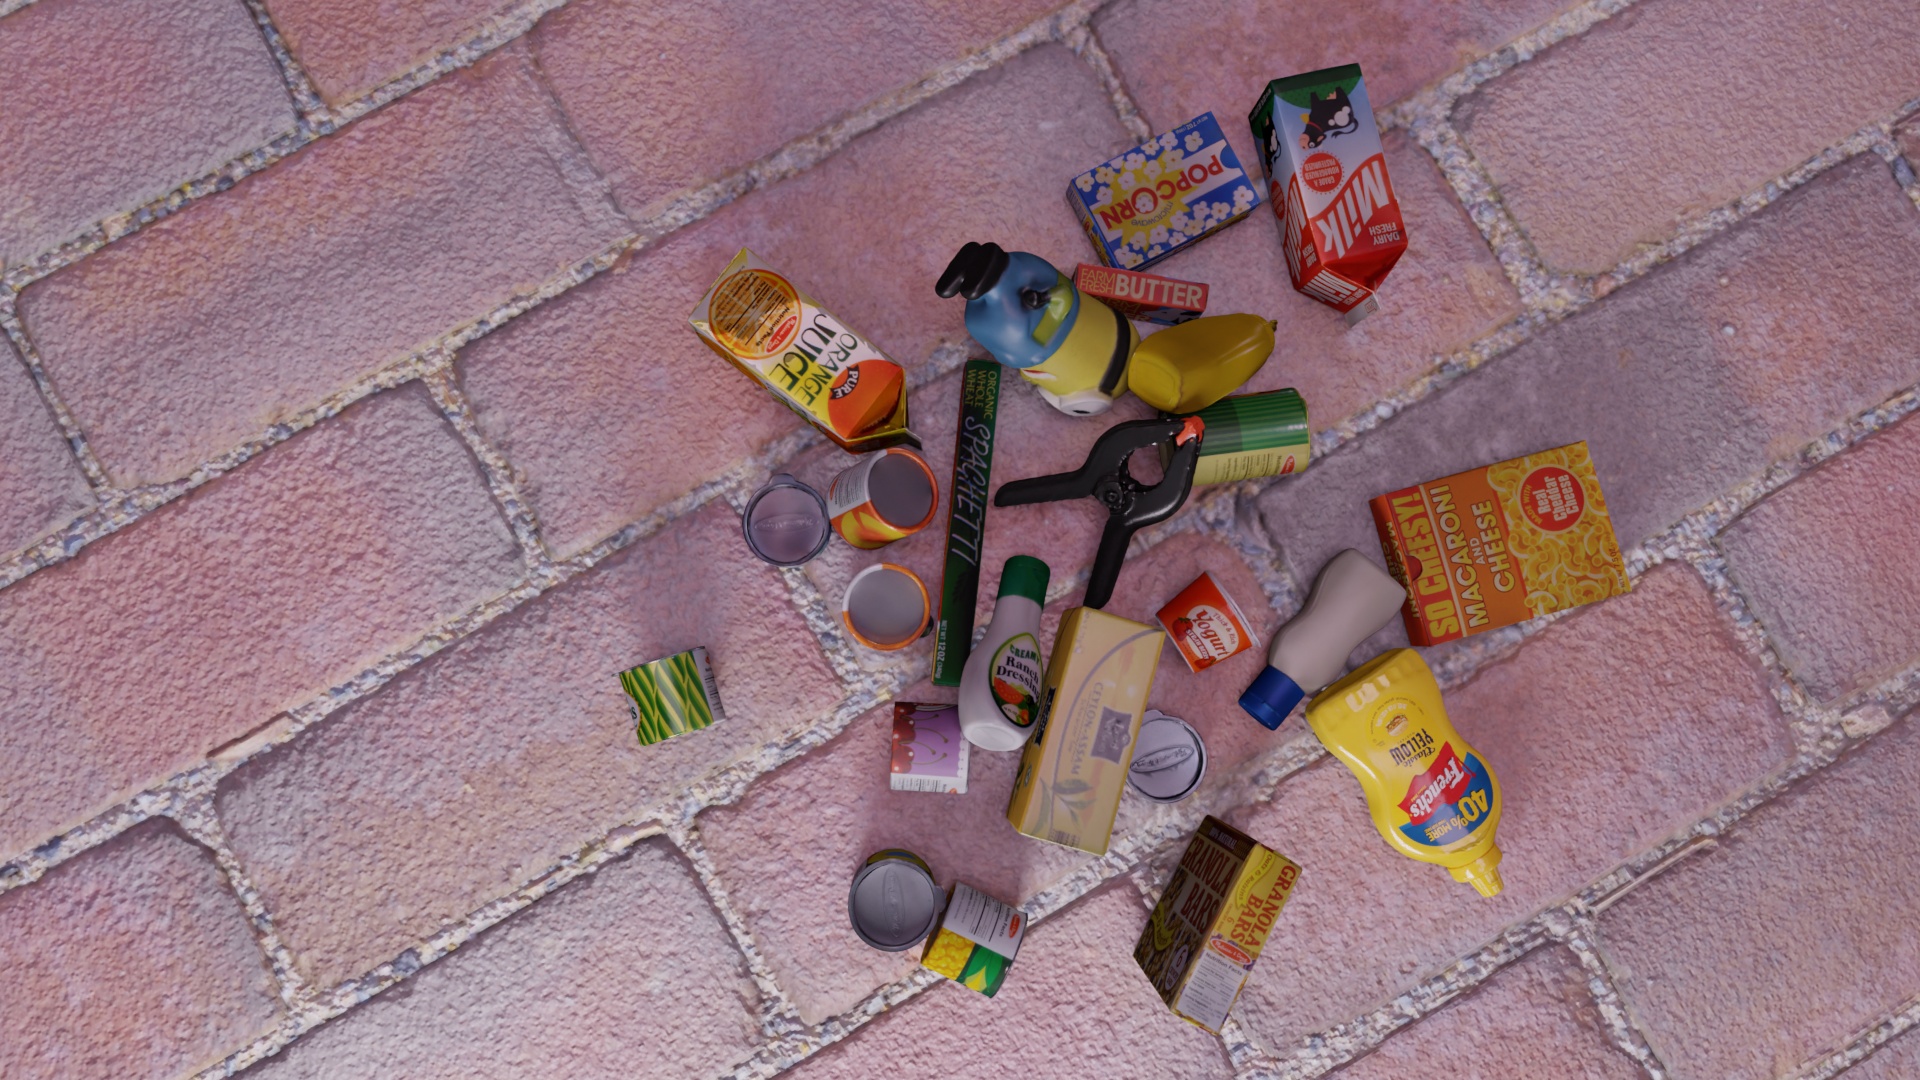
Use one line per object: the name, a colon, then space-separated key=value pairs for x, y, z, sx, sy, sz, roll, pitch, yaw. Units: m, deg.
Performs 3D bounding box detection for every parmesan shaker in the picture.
parmesan shaker: x=0.208 y=-0.080 z=1.062 sx=0.103 sy=0.071 sz=0.071 roll=-7 pitch=86 yaw=-3

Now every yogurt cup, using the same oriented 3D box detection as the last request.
yogurt cup: x=0.184 y=0.064 z=1.052 sx=0.054 sy=0.072 sz=0.072 roll=-34 pitch=87 yaw=3

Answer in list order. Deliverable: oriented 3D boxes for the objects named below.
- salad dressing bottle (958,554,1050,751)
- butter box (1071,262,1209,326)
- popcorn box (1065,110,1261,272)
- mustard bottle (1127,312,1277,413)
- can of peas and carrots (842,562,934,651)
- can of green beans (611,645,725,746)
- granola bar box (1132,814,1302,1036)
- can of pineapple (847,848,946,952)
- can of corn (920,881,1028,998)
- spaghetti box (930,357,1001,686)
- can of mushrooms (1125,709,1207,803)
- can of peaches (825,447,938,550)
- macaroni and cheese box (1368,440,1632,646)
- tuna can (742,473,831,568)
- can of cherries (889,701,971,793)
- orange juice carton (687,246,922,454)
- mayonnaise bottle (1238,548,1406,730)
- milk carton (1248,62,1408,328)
salad dressing bottle: x=0.037 y=0.080 z=1.024 sx=0.064 sy=0.044 sz=0.148 roll=33 pitch=52 yaw=-28
butter box: x=0.136 y=-0.189 z=1.077 sx=0.103 sy=0.053 sz=0.024 roll=9 pitch=83 yaw=-2
popcorn box: x=0.158 y=-0.269 z=1.093 sx=0.127 sy=0.038 sz=0.085 roll=-27 pitch=86 yaw=-4
mustard bottle: x=0.197 y=-0.142 z=1.057 sx=0.161 sy=0.048 sz=0.065 roll=-25 pitch=48 yaw=-38
can of peas and carrots: x=-0.053 y=0.052 z=1.043 sx=0.071 sy=0.058 sz=0.071 roll=0 pitch=85 yaw=-2
can of green beans: x=-0.213 y=0.115 z=1.027 sx=0.071 sy=0.071 sz=0.058 roll=-17 pitch=87 yaw=-4
granola bar box: x=0.177 y=0.265 z=0.982 sx=0.039 sy=0.165 sz=0.124 roll=29 pitch=85 yaw=1
can of pineapple: x=-0.048 y=0.264 z=1.025 sx=0.071 sy=0.058 sz=0.071 roll=0 pitch=85 yaw=-3
can of corn: x=0.009 y=0.295 z=1.022 sx=0.058 sy=0.071 sz=0.071 roll=25 pitch=84 yaw=0
spaghetti box: x=0.004 y=-0.013 z=1.056 sx=0.029 sy=0.050 sz=0.250 roll=6 pitch=84 yaw=-1
can of mushrooms: x=0.151 y=0.163 z=1.056 sx=0.071 sy=0.033 sz=0.071 roll=0 pitch=85 yaw=-2
can of peaches: x=-0.056 y=-0.030 z=1.039 sx=0.071 sy=0.058 sz=0.071 roll=11 pitch=70 yaw=-32
macaroni and cheese box: x=0.418 y=0.003 z=1.079 sx=0.167 sy=0.040 sz=0.123 roll=-15 pitch=85 yaw=-4
tuna can: x=-0.132 y=-0.014 z=1.059 sx=0.071 sy=0.033 sz=0.071 roll=0 pitch=85 yaw=-3
can of cherries: x=-0.022 y=0.151 z=1.033 sx=0.058 sy=0.071 sz=0.071 roll=3 pitch=85 yaw=-1
orange juice carton: x=-0.106 y=-0.129 z=1.051 sx=0.193 sy=0.071 sz=0.073 roll=37 pitch=85 yaw=1
mayonnaise bottle: x=0.273 y=0.079 z=1.066 sx=0.065 sy=0.041 sz=0.148 roll=41 pitch=85 yaw=4
milk carton: x=0.290 y=-0.263 z=1.082 sx=0.073 sy=0.072 sz=0.190 roll=-13 pitch=86 yaw=-4
